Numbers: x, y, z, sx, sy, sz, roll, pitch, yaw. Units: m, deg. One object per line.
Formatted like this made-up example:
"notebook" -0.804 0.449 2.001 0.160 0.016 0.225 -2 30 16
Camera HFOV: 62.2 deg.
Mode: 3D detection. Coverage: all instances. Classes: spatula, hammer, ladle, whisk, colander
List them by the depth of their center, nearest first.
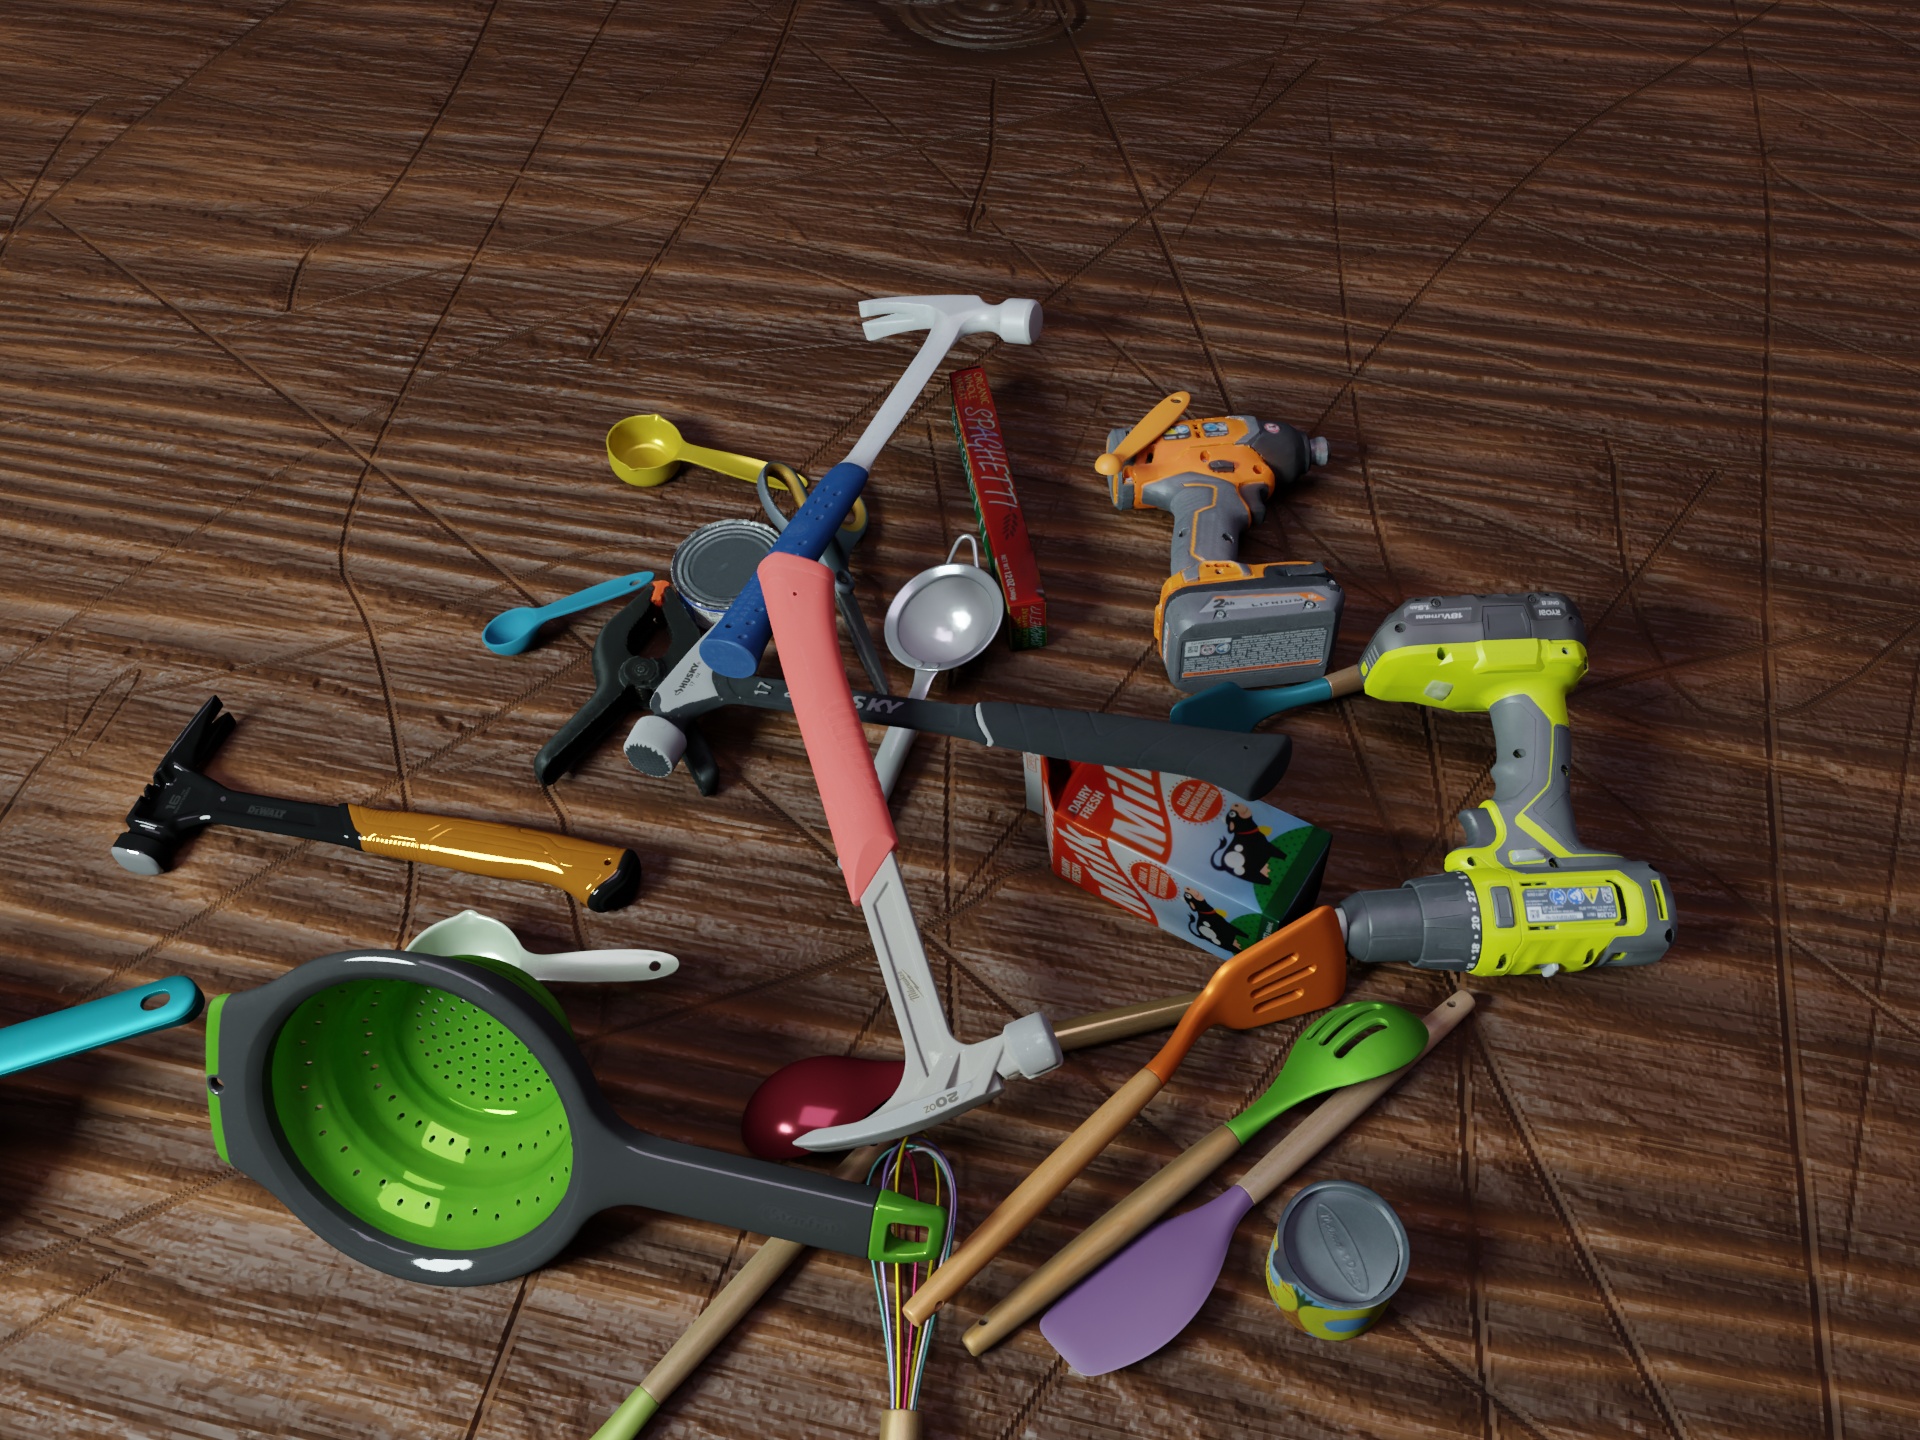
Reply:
"whisk" -0.030 0.328 0.808 0.051 0.047 0.245 5 57 -2
"ladle" -0.142 0.320 0.813 0.078 0.062 0.320 30 58 27
"colander" -0.196 0.210 0.851 0.397 0.204 0.094 11 22 7
"spatula" 0.095 0.214 0.861 0.322 0.081 0.041 -38 42 -26
"spatula" 0.176 0.246 0.873 0.316 0.018 0.060 -34 41 -21
"ladle" 0.027 0.191 0.916 0.315 0.031 0.069 -12 33 -9
"hammer" -0.067 0.059 0.918 0.149 0.036 0.359 -22 64 4
"hammer" -0.002 -0.003 0.982 0.409 0.036 0.149 8 50 21
"hammer" -0.366 0.066 1.026 0.337 0.034 0.127 9 55 9
"spatula" 0.271 -0.024 1.054 0.317 0.082 0.044 -18 25 -16
"hammer" -0.077 -0.183 1.127 0.144 0.035 0.406 10 50 23

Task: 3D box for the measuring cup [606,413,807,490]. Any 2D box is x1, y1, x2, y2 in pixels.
"measuring cup" -0.195 -0.193 1.223 0.156 0.029 0.062 15 54 -1

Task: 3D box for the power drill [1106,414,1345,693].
"power drill" 0.199 -0.131 1.119 0.164 0.084 0.227 -6 49 -2

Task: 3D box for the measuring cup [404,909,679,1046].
"measuring cup" -0.250 0.156 0.951 0.167 0.038 0.083 -2 53 -1

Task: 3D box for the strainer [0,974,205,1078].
"strainer" -0.586 0.221 0.884 0.340 0.095 0.211 -17 57 -12

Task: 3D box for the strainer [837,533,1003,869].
"strainer" -0.031 -0.011 1.065 0.087 0.050 0.259 8 59 25

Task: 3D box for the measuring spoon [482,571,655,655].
"measuring spoon" -0.274 -0.074 1.124 0.128 0.021 0.042 -20 39 -2

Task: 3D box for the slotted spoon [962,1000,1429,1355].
"slotted spoon" 0.130 0.243 0.868 0.314 0.031 0.070 -33 21 -16

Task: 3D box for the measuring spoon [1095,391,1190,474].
"measuring spoon" 0.133 -0.210 1.141 0.021 0.011 0.117 26 52 26

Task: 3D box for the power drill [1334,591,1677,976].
"power drill" 0.311 0.043 0.963 0.190 0.080 0.229 -2 68 -1
